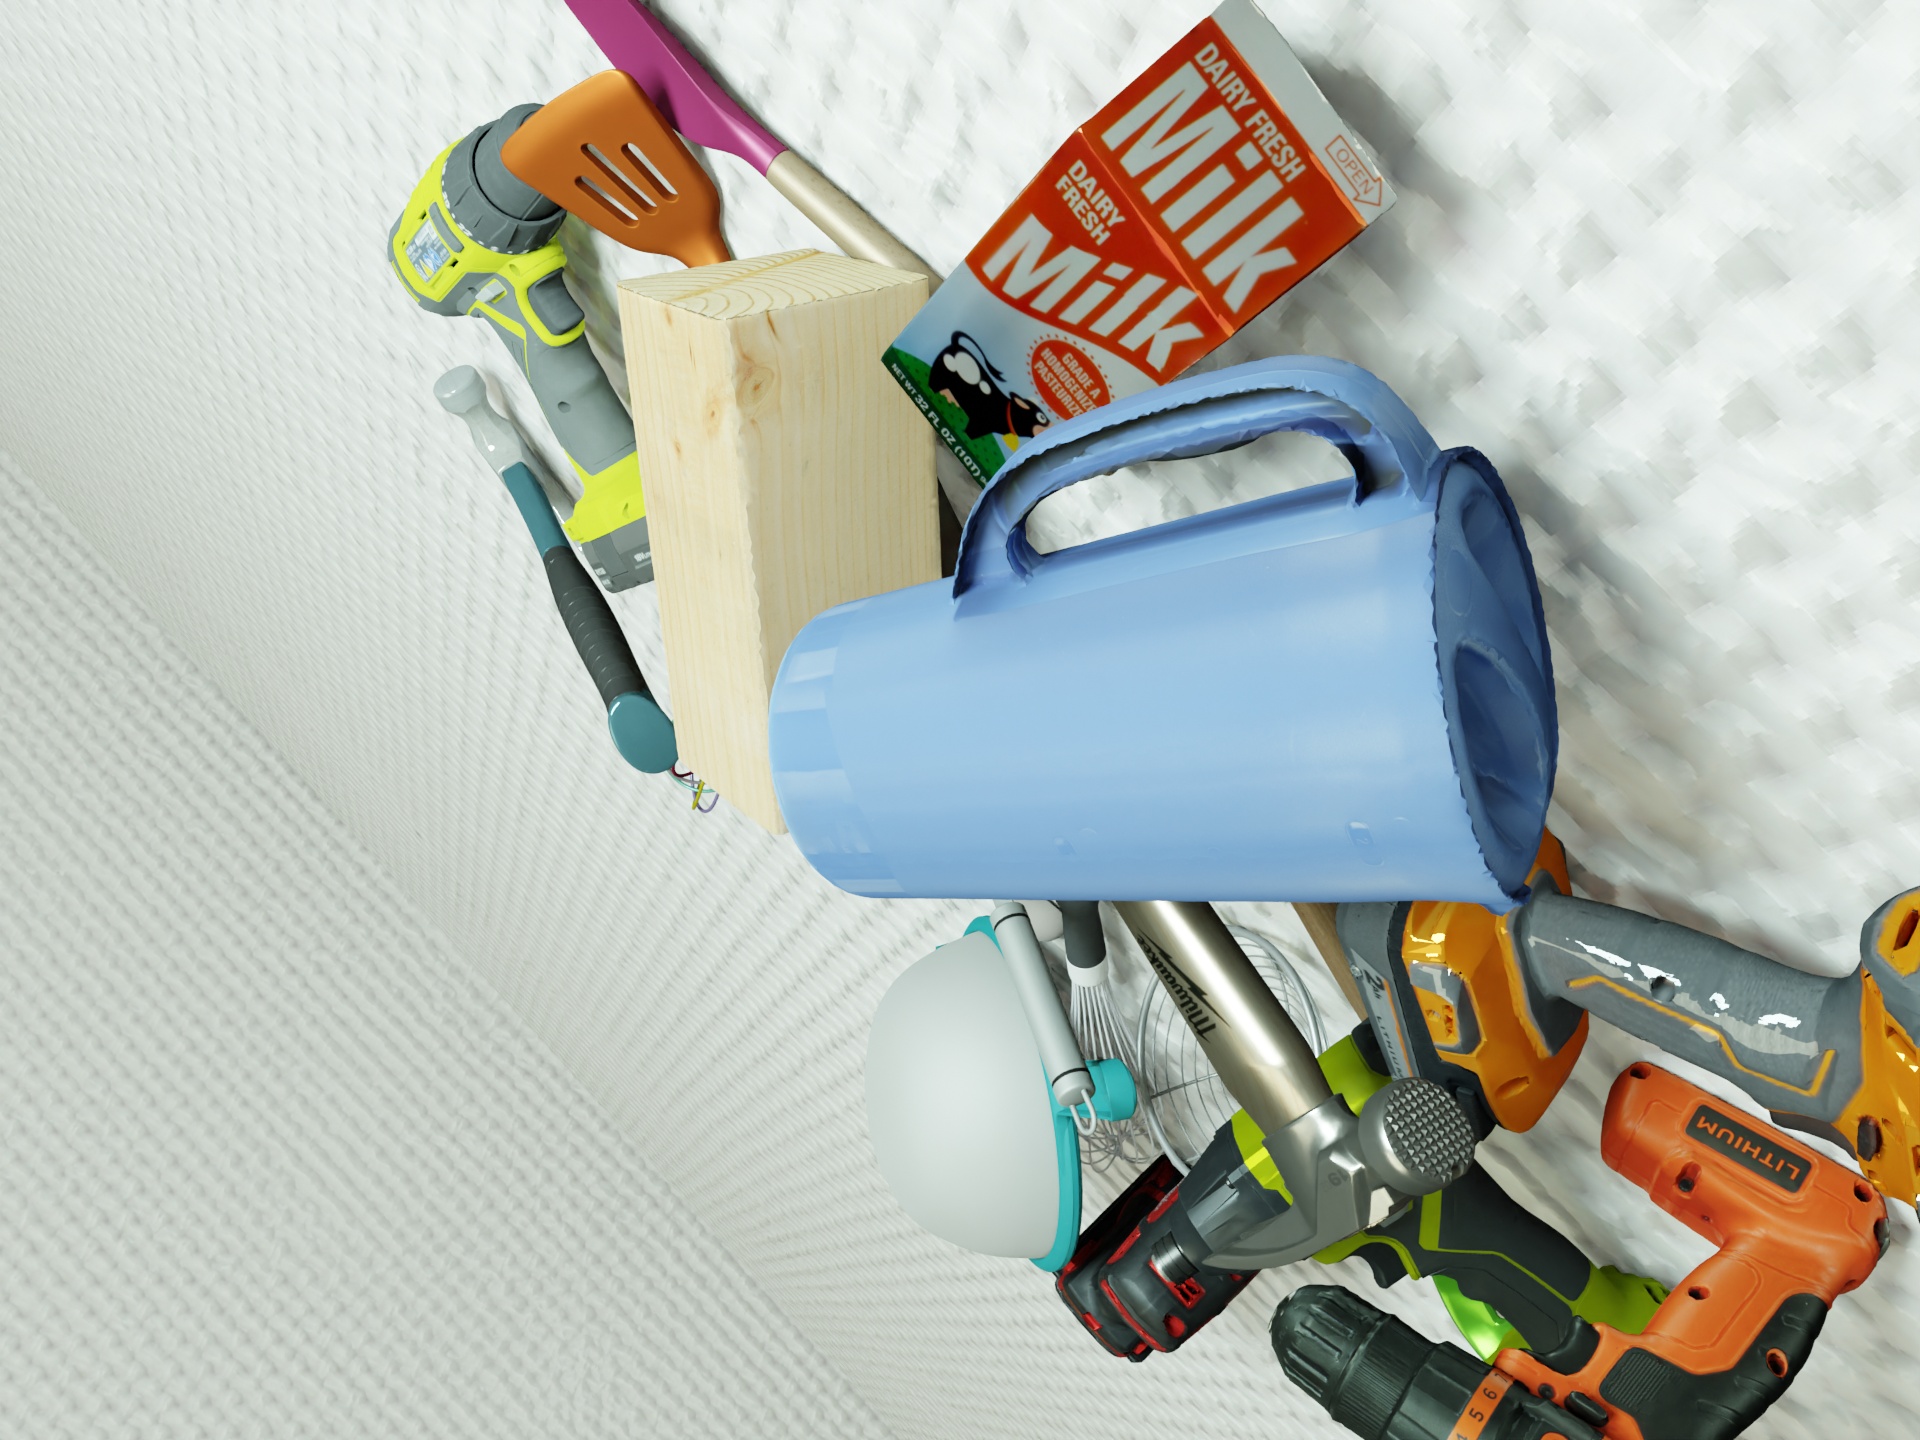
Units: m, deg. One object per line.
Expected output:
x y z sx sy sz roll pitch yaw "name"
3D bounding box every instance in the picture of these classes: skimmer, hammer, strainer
0.053 0.058 0.741 0.363 0.090 0.127 54 145 -10 "skimmer"
-0.224 -0.083 0.907 0.331 0.033 0.128 54 175 45 "hammer"
0.023 0.095 0.799 0.087 0.050 0.259 -53 41 32 "strainer"
0.007 0.213 0.883 0.340 0.095 0.211 132 129 -73 "strainer"
0.039 0.023 0.647 0.411 0.038 0.146 58 146 19 "hammer"

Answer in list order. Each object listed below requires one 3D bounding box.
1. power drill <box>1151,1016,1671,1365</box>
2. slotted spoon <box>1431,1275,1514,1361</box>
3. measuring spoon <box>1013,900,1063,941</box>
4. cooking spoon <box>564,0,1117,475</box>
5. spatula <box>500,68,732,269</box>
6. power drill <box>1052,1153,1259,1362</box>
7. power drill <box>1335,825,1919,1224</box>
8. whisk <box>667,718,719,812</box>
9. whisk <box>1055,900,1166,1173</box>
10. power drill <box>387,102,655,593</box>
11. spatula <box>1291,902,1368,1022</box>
0.206 0.244 0.690 0.223 0.171 0.080 48 -171 -8 "power drill"
0.192 0.211 0.814 0.314 0.031 0.070 48 154 4 "slotted spoon"
0.008 0.089 0.913 0.124 0.018 0.034 38 154 -1 "measuring spoon"
-0.054 -0.205 0.632 0.319 0.017 0.068 43 167 10 "cooking spoon"
-0.083 -0.142 0.733 0.081 0.041 0.322 -18 116 34 "spatula"
0.130 0.293 0.903 0.078 0.143 0.219 46 160 13 "power drill"
0.254 0.113 0.531 0.227 0.084 0.164 9 135 46 "power drill"
-0.120 -0.037 0.872 0.051 0.047 0.244 37 133 11 "whisk"
0.073 0.157 0.891 0.070 0.070 0.284 26 141 38 "whisk"
-0.190 -0.186 0.802 0.190 0.080 0.228 -5 120 58 "power drill"
0.149 0.072 0.700 0.315 0.018 0.060 57 153 -14 "spatula"
